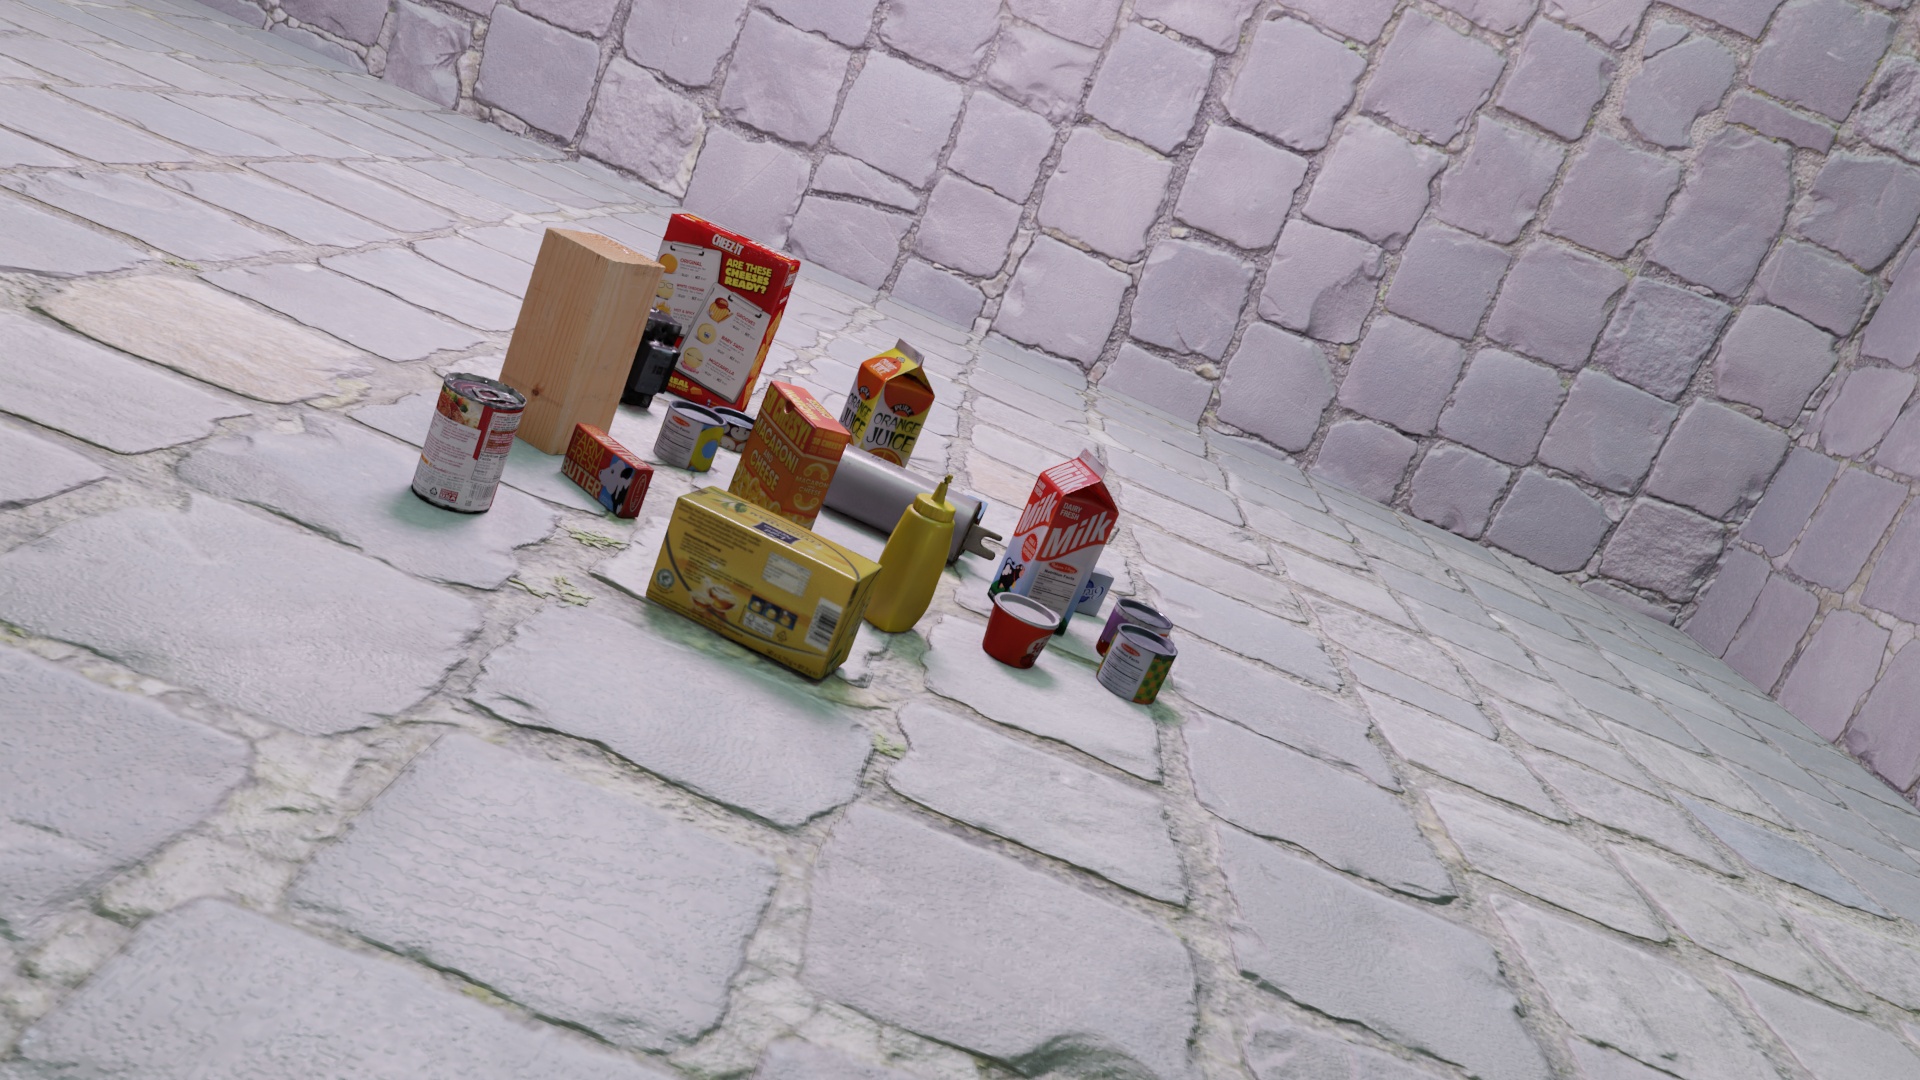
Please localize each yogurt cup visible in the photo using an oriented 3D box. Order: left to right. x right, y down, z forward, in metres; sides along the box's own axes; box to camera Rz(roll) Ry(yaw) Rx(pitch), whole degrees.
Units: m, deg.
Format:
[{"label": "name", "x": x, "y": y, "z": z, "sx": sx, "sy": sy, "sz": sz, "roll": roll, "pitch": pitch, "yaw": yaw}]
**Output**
[{"label": "yogurt cup", "x": 0.056, "y": 0.089, "z": 1.360, "sx": 0.072, "sy": 0.053, "sz": 0.072, "roll": 22, "pitch": 16, "yaw": -6}]

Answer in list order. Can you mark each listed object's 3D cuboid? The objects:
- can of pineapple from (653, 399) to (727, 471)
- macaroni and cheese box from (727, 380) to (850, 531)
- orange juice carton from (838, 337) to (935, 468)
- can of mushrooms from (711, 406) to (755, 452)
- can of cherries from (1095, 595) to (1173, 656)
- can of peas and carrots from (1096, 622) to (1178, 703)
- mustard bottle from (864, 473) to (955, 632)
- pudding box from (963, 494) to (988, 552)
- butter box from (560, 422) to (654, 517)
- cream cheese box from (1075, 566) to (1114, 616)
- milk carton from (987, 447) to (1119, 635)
[{"label": "can of pineapple", "x": -0.296, "y": -0.115, "z": 1.524, "sx": 0.071, "sy": 0.057, "sz": 0.071, "roll": 22, "pitch": 16, "yaw": -6}, {"label": "macaroni and cheese box", "x": -0.170, "y": -0.050, "z": 1.291, "sx": 0.040, "sy": 0.166, "sz": 0.124, "roll": 13, "pitch": 18, "yaw": -34}, {"label": "orange juice carton", "x": -0.094, "y": -0.143, "z": 1.653, "sx": 0.073, "sy": 0.192, "sz": 0.072, "roll": 13, "pitch": 18, "yaw": -33}, {"label": "can of mushrooms", "x": -0.273, "y": -0.133, "z": 1.659, "sx": 0.071, "sy": 0.033, "sz": 0.071, "roll": 22, "pitch": 16, "yaw": -6}, {"label": "can of cherries", "x": 0.185, "y": 0.101, "z": 1.494, "sx": 0.071, "sy": 0.058, "sz": 0.072, "roll": 22, "pitch": 16, "yaw": -6}, {"label": "can of peas and carrots", "x": 0.180, "y": 0.125, "z": 1.410, "sx": 0.071, "sy": 0.058, "sz": 0.071, "roll": 22, "pitch": 16, "yaw": -6}, {"label": "mustard bottle", "x": -0.040, "y": 0.008, "z": 1.296, "sx": 0.049, "sy": 0.159, "sz": 0.065, "roll": 32, "pitch": 17, "yaw": 27}, {"label": "pudding box", "x": 0.006, "y": -0.021, "z": 1.656, "sx": 0.030, "sy": 0.049, "sz": 0.084, "roll": 24, "pitch": 16, "yaw": 3}, {"label": "butter box", "x": -0.337, "y": -0.067, "z": 1.320, "sx": 0.104, "sy": 0.053, "sz": 0.024, "roll": 34, "pitch": 18, "yaw": 33}, {"label": "cream cheese box", "x": 0.119, "y": 0.049, "z": 1.581, "sx": 0.104, "sy": 0.053, "sz": 0.024, "roll": 15, "pitch": 17, "yaw": -26}, {"label": "milk carton", "x": 0.105, "y": -0.003, "z": 1.479, "sx": 0.073, "sy": 0.190, "sz": 0.072, "roll": 17, "pitch": 17, "yaw": -23}]
